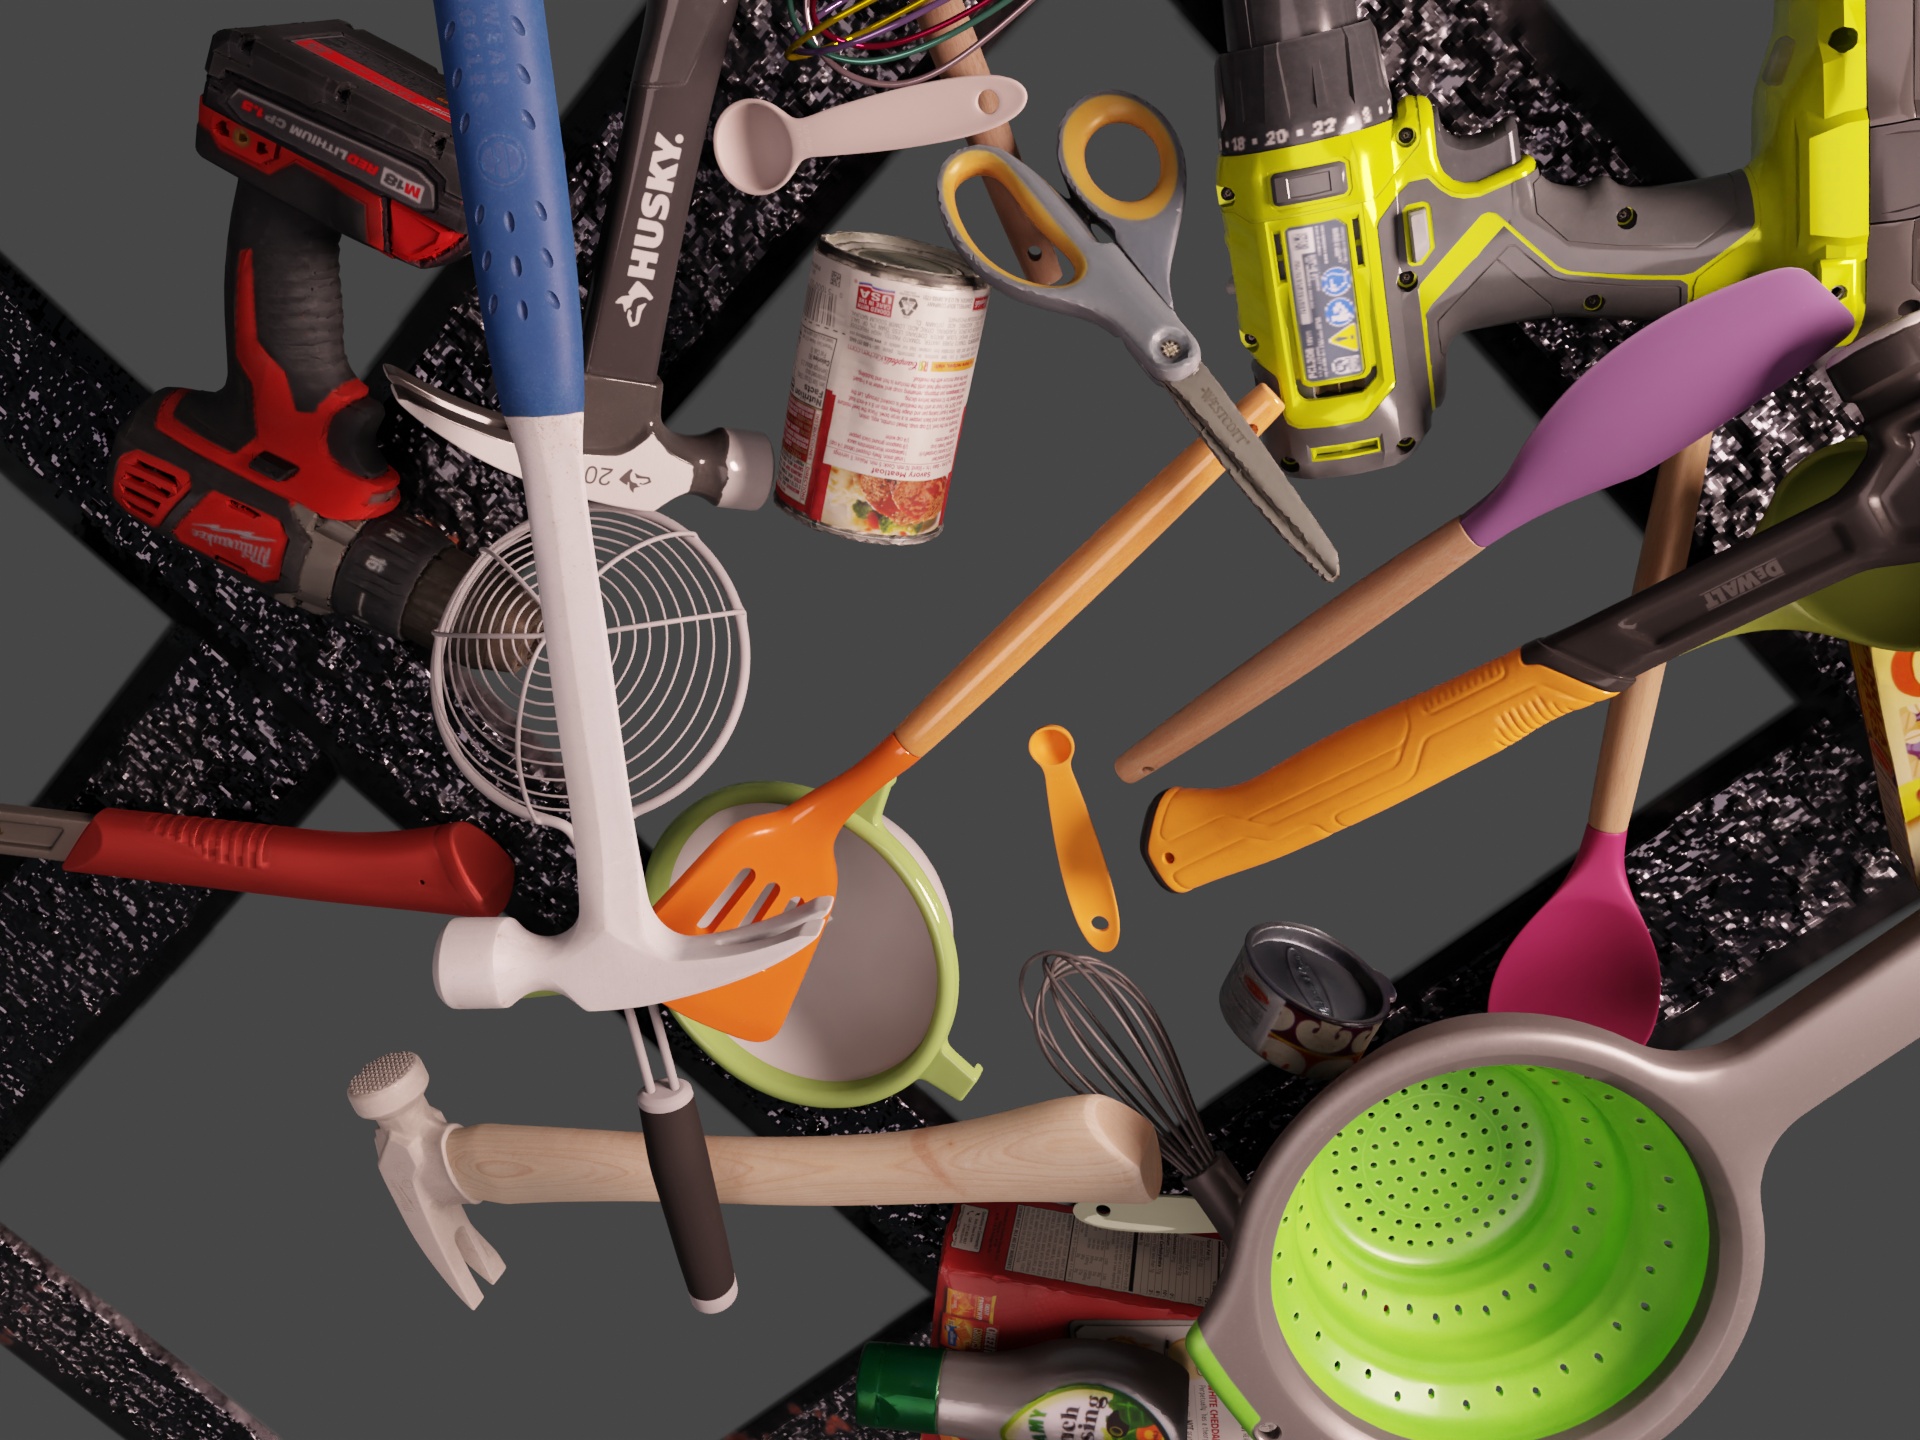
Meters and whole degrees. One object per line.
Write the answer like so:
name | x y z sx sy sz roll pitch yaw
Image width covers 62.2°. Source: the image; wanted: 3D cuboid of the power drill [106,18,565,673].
power drill | -0.231 -0.136 0.636 0.188 0.080 0.226 27 118 -2

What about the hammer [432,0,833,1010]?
hammer | -0.130 -0.091 0.526 0.144 0.035 0.405 -2 107 6

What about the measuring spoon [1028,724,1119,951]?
measuring spoon | 0.052 0.052 0.700 0.021 0.011 0.116 -10 115 15

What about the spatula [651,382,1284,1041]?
spatula | -0.001 -0.002 0.591 0.081 0.041 0.322 36 110 -30

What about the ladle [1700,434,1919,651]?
ladle | 0.221 -0.007 0.600 0.320 0.062 0.078 -30 91 29

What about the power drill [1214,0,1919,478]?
power drill | 0.198 -0.191 0.528 0.228 0.080 0.190 -6 113 16

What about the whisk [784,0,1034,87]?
whisk | 0.052 -0.272 0.520 0.245 0.047 0.051 -24 76 4

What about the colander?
colander | 0.268 0.151 0.636 0.397 0.094 0.204 -38 101 9

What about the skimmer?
skimmer | -0.130 0.092 0.673 0.127 0.090 0.363 -4 118 5

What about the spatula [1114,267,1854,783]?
spatula | 0.165 -0.056 0.580 0.059 0.018 0.316 22 137 -31

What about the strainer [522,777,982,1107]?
strainer | -0.106 0.096 0.723 0.256 0.069 0.151 -10 104 27

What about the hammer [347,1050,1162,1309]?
hammer | -0.103 0.219 0.752 0.411 0.038 0.146 -7 113 24

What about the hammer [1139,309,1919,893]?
hammer | 0.204 -0.002 0.574 0.337 0.034 0.127 -30 84 36

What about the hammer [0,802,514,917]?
hammer | -0.393 0.070 0.777 0.359 0.037 0.149 5 114 9

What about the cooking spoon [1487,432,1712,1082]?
cooking spoon | 0.265 0.019 0.638 0.069 0.017 0.318 6 115 11

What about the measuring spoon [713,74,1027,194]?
measuring spoon | -0.033 -0.219 0.583 0.124 0.018 0.034 -2 115 21

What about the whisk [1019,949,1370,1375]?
whisk | 0.105 0.199 0.700 0.055 0.055 0.239 -38 85 23

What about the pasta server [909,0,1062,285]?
pasta server | -0.028 -0.302 0.552 0.060 0.040 0.316 -18 113 18

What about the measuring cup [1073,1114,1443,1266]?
measuring cup | 0.137 0.219 0.741 0.167 0.038 0.083 -4 112 15

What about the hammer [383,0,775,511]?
hammer | -0.099 -0.231 0.537 0.146 0.035 0.334 3 120 -31
